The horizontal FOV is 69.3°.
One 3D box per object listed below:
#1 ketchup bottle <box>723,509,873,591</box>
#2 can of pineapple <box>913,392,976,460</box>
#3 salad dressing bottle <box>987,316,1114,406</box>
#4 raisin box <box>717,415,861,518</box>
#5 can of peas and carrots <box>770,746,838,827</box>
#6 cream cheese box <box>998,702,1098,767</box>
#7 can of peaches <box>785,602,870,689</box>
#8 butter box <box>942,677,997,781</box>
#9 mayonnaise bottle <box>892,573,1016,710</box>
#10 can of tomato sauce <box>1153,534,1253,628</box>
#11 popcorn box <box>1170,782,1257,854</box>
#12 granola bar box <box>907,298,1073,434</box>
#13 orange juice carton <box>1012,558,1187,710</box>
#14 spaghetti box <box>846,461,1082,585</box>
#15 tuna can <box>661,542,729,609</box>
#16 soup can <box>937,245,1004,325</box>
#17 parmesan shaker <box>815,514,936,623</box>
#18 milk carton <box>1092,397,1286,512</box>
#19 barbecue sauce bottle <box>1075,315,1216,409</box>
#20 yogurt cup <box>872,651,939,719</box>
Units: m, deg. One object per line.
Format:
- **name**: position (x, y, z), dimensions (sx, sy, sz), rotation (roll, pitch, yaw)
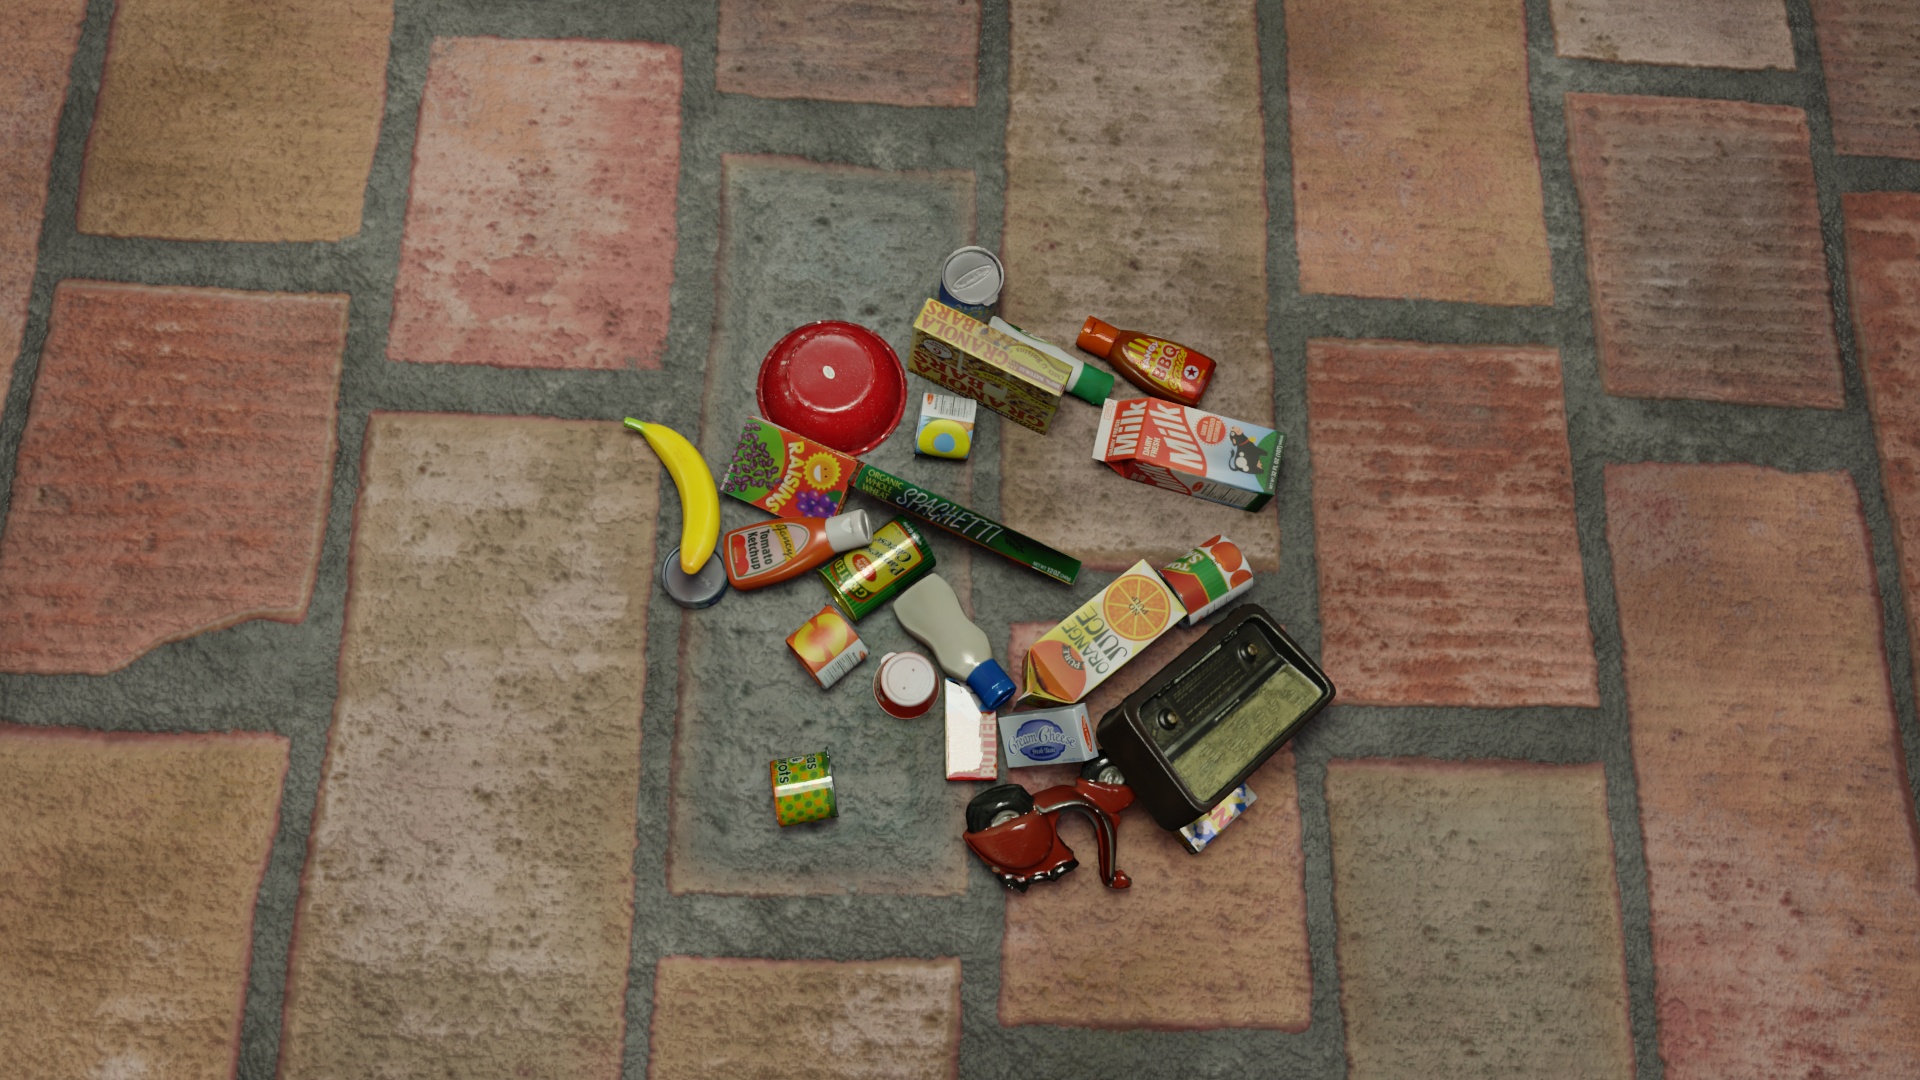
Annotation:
- **ketchup bottle**: position (-0.163, 0.004, 1.396), dimensions (0.149, 0.043, 0.065), rotation (-15, 70, 13)
- **can of pineapple**: position (-0.017, -0.118, 1.460), dimensions (0.058, 0.071, 0.071), rotation (8, 75, -2)
- **salad dressing bottle**: position (0.092, -0.191, 1.492), dimensions (0.148, 0.064, 0.044), rotation (24, 91, -6)
- **raisin box**: position (-0.175, -0.067, 1.435), dimensions (0.123, 0.040, 0.086), rotation (23, 93, 2)
- **can of peas and carrots**: position (-0.152, 0.239, 1.350), dimensions (0.059, 0.070, 0.071), rotation (-9, 76, -6)
- **cream cheese box**: position (0.085, 0.192, 1.365), dimensions (0.024, 0.103, 0.053), rotation (-10, 87, -46)
- **can of peaches**: position (-0.135, 0.105, 1.390), dimensions (0.058, 0.071, 0.071), rotation (-40, 82, -12)
- **butter box**: position (0.010, 0.190, 1.399), dimensions (0.053, 0.024, 0.104), rotation (0, 75, -4)
- **mayonnaise bottle**: position (-0.003, 0.104, 1.397), dimensions (0.065, 0.041, 0.148), rotation (-36, 68, -11)
- **can of tomato sauce**: position (0.249, 0.040, 1.436), dimensions (0.083, 0.071, 0.071), rotation (-30, 80, -12)
- **popcorn box**: position (0.223, 0.239, 1.395), dimensions (0.085, 0.038, 0.127), rotation (-39, 81, -14)
- **granola bar box**: position (0.029, -0.180, 1.448), dimensions (0.165, 0.124, 0.039), rotation (26, 75, 3)
- **orange juice carton**: position (0.129, 0.109, 1.406), dimensions (0.193, 0.071, 0.073), rotation (-37, 80, -13)
- **spaghetti box**: position (0.005, -0.018, 1.412), dimensions (0.250, 0.050, 0.028), rotation (24, 92, -11)
- **tuna can**: position (-0.268, 0.033, 1.415), dimensions (0.071, 0.032, 0.071), rotation (1, 75, -4)
- **soup can**: position (0.011, -0.265, 1.490), dimensions (0.071, 0.083, 0.071), rotation (1, 76, -4)
- **parmesan shaker**: position (-0.086, 0.026, 1.415), dimensions (0.103, 0.071, 0.071), rotation (-36, 81, -12)
- **milk carton**: position (0.238, -0.095, 1.468), dimensions (0.191, 0.073, 0.072), rotation (14, 75, 0)
- **barbecue sauce bottle**: position (0.199, -0.197, 1.508), dimensions (0.148, 0.043, 0.065), rotation (26, 76, 3)
- **yogurt cup**: position (-0.053, 0.142, 1.392), dimensions (0.072, 0.054, 0.072), rotation (1, 76, -5)
